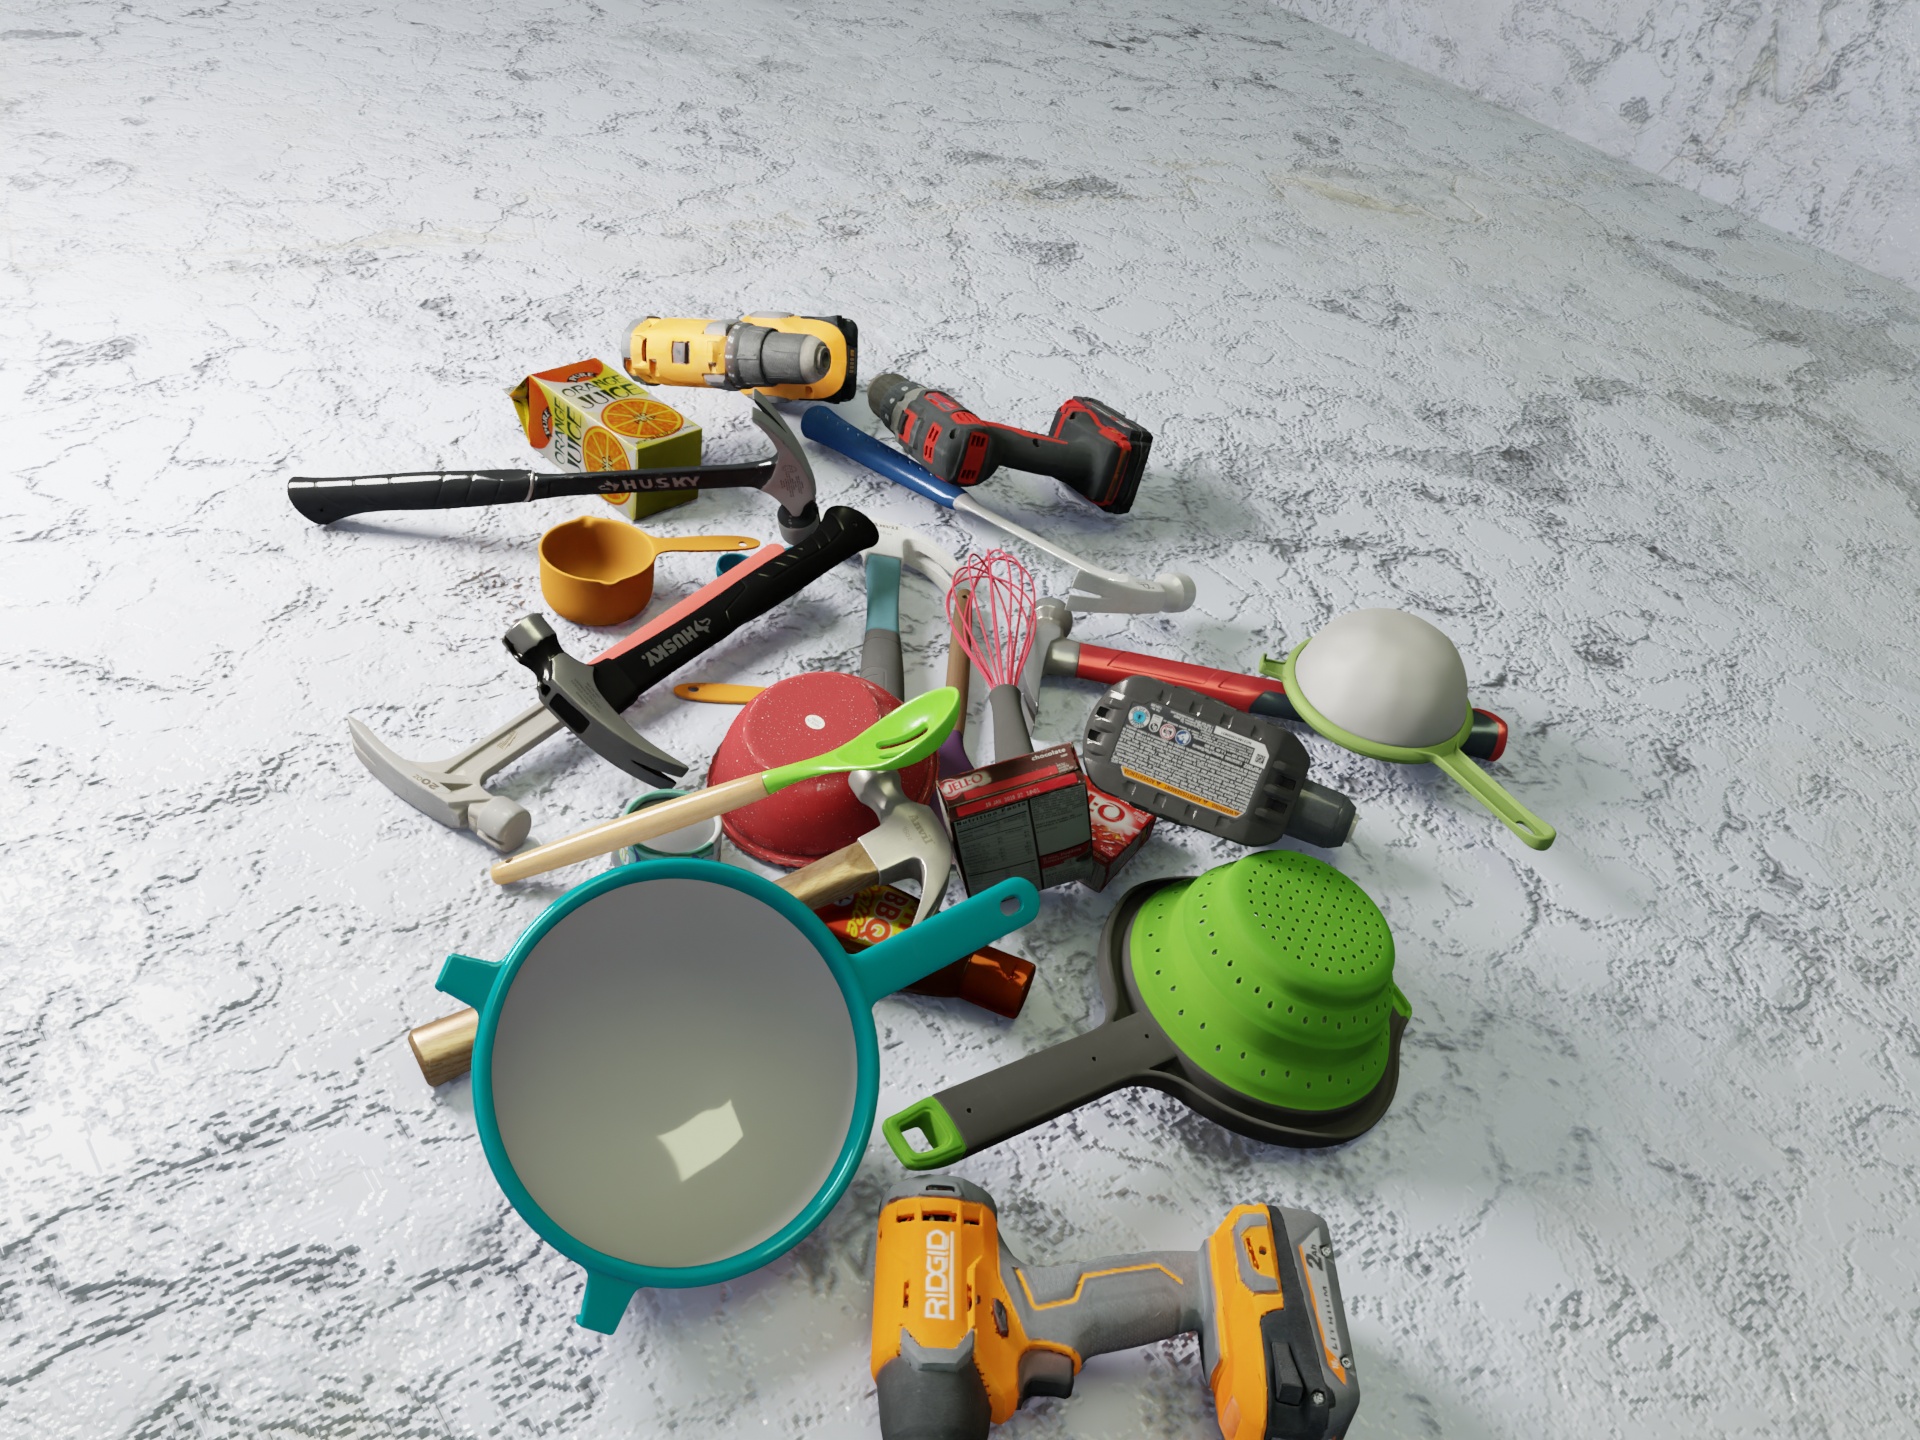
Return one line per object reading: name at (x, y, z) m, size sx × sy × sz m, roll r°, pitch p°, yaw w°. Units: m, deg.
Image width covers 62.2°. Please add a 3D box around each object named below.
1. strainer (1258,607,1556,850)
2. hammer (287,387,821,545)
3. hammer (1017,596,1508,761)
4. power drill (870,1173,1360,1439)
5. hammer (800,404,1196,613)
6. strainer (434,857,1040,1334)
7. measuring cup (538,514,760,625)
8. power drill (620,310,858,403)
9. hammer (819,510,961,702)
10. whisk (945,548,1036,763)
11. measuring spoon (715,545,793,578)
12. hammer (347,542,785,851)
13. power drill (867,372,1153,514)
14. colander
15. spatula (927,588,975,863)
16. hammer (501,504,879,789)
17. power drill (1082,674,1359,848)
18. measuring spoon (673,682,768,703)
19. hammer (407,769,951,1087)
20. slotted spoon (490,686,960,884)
strainer at (0.355, -0.008, 1.188) m, size 0.151 × 0.069 × 0.257 m, roll -15°, pitch 46°, yaw -28°
hammer at (-0.319, -0.186, 1.240) m, size 0.409 × 0.149 × 0.036 m, roll -3°, pitch 56°, yaw 2°
hammer at (0.237, -0.009, 1.244) m, size 0.386 × 0.038 × 0.143 m, roll 11°, pitch 39°, yaw -1°
power drill at (0.069, 0.308, 0.771) m, size 0.226 × 0.084 × 0.164 m, roll 4°, pitch 39°, yaw -2°
hammer at (0.007, -0.186, 1.375) m, size 0.406 × 0.035 × 0.144 m, roll 32°, pitch 24°, yaw 32°
strainer at (-0.106, 0.163, 0.864) m, size 0.340 × 0.095 × 0.211 m, roll -22°, pitch 85°, yaw -34°
measuring cup at (-0.242, -0.116, 1.244) m, size 0.173 × 0.052 × 0.095 m, roll -6°, pitch 41°, yaw -24°
power drill at (-0.166, -0.325, 1.420) m, size 0.185 × 0.084 × 0.226 m, roll 8°, pitch 13°, yaw 22°
hammer at (-0.062, -0.055, 1.223) m, size 0.128 × 0.033 × 0.331 m, roll 9°, pitch 39°, yaw -10°
whisk at (0.031, -0.031, 1.166) m, size 0.073 × 0.073 × 0.296 m, roll 4°, pitch 41°, yaw -10°
measuring spoon at (-0.152, -0.125, 1.311) m, size 0.042 × 0.021 × 0.128 m, roll 44°, pitch 38°, yaw 19°
hammer at (-0.252, -0.041, 1.145) m, size 0.149 × 0.036 × 0.359 m, roll 29°, pitch 45°, yaw 21°
power drill at (0.037, -0.258, 1.428) m, size 0.226 × 0.080 × 0.188 m, roll 2°, pitch 27°, yaw -32°
colander at (0.130, 0.160, 0.913) m, size 0.397 × 0.094 × 0.205 m, roll -13°, pitch 52°, yaw -38°
spatula at (-0.002, -0.004, 1.191) m, size 0.059 × 0.018 × 0.316 m, roll 12°, pitch 39°, yaw -7°
hammer at (-0.164, -0.076, 1.157) m, size 0.146 × 0.035 × 0.335 m, roll 49°, pitch 45°, yaw 1°
power drill at (0.175, 0.037, 1.065) m, size 0.190 × 0.080 × 0.228 m, roll 22°, pitch 0°, yaw 13°
measuring spoon at (-0.154, -0.022, 1.180) m, size 0.117 × 0.011 × 0.021 m, roll 2°, pitch 39°, yaw -12°
hammer at (-0.153, 0.129, 0.928) m, size 0.331 × 0.031 × 0.130 m, roll -23°, pitch 55°, yaw -22°
slotted spoon at (-0.144, 0.047, 0.985) m, size 0.314 × 0.031 × 0.070 m, roll -19°, pitch 24°, yaw 4°
